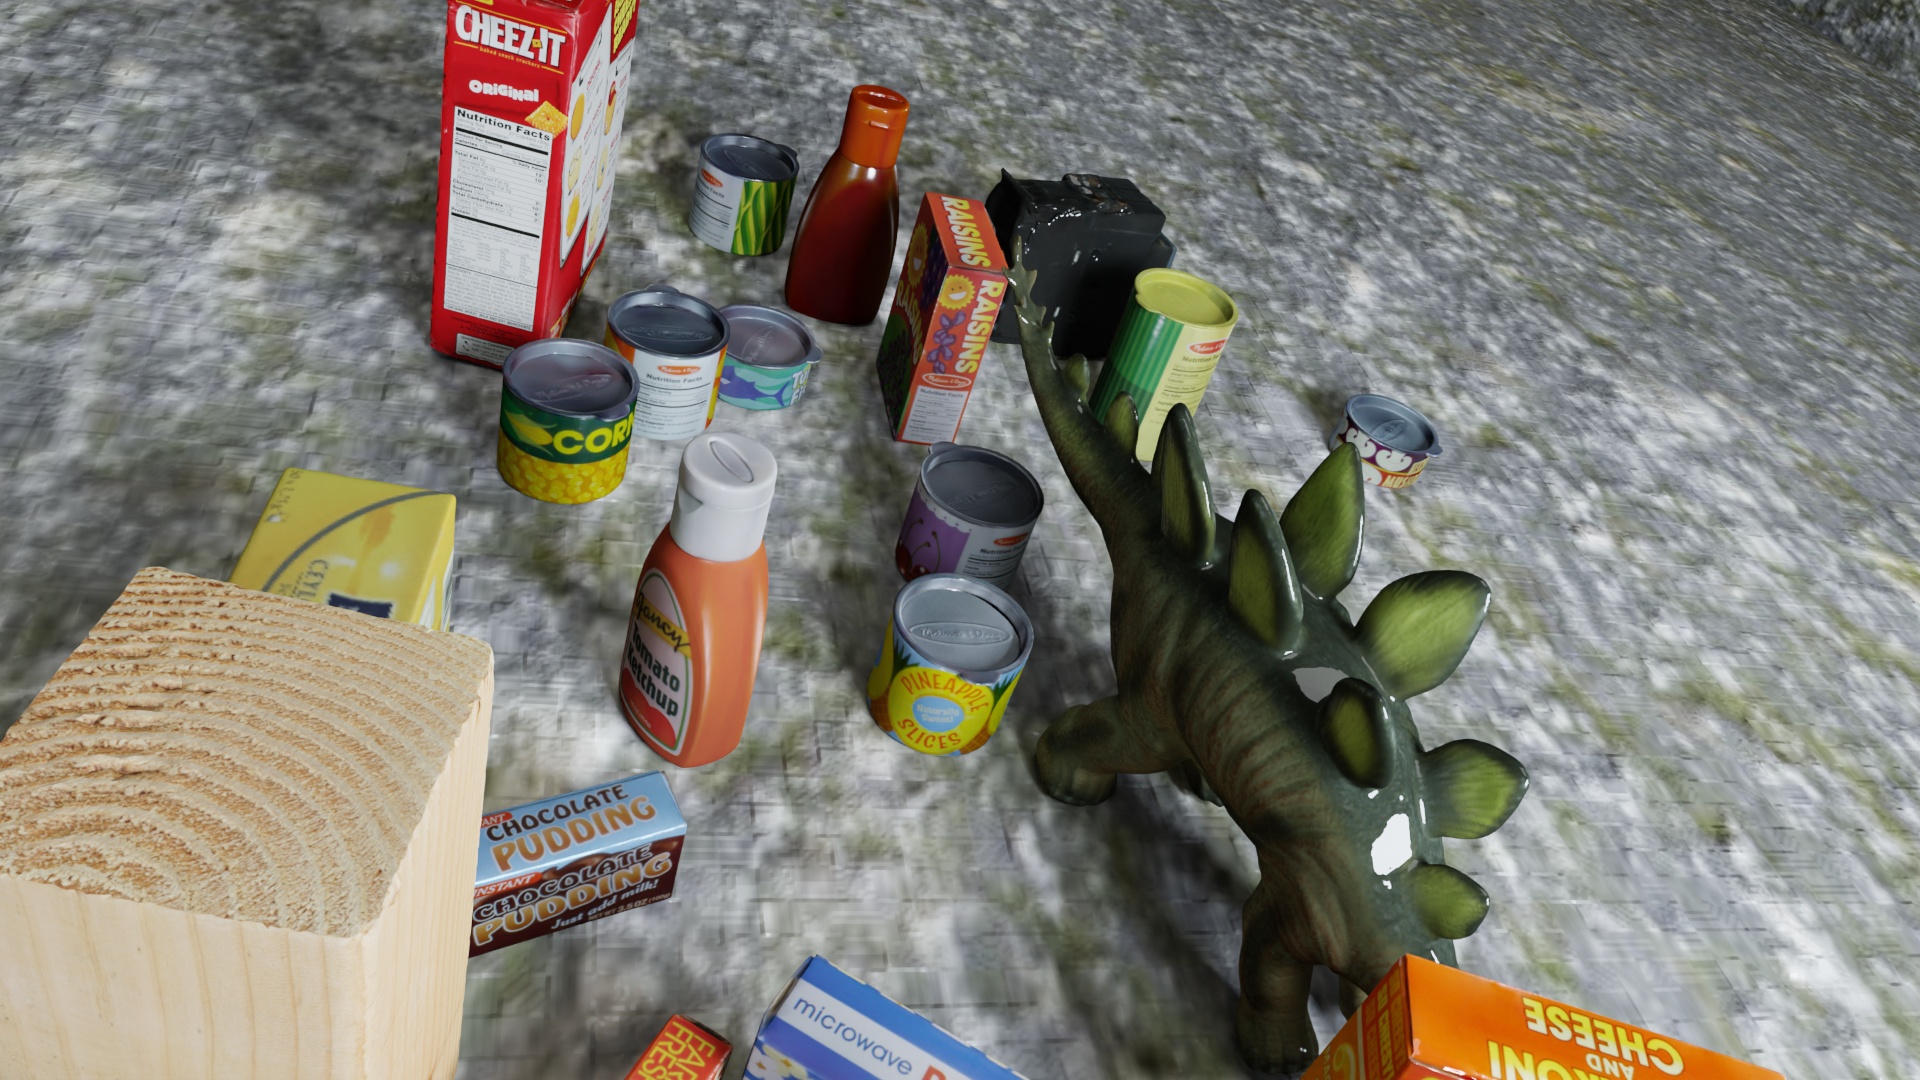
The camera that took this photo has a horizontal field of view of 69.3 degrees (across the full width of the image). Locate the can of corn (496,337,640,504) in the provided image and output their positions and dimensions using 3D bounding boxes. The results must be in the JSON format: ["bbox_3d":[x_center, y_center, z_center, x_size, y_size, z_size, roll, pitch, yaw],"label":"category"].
[{"bbox_3d":[-0.198,-0.059,0.704,0.071,0.058,0.071,12,38,-10],"label":"can of corn"}]

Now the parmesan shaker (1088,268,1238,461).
[{"bbox_3d":[0.121,-0.108,0.866,0.071,0.102,0.072,12,38,-10],"label":"parmesan shaker"}]

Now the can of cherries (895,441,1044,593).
[{"bbox_3d":[0.003,-0.009,0.730,0.071,0.058,0.072,12,38,-10],"label":"can of cherries"}]

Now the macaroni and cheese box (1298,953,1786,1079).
[{"bbox_3d":[0.161,0.211,0.442,0.124,0.165,0.040,18,38,-2],"label":"macaroni and cheese box"}]

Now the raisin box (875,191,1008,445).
[{"bbox_3d":[-0.012,-0.129,0.817,0.040,0.122,0.086,6,40,-17],"label":"raisin box"}]

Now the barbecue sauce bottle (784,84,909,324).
[{"bbox_3d":[-0.067,-0.208,0.870,0.065,0.147,0.044,8,39,-14],"label":"barbecue sauce bottle"}]

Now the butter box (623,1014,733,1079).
[{"bbox_3d":[-0.110,0.202,0.428,0.024,0.052,0.104,27,38,9],"label":"butter box"}]

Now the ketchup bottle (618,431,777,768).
[{"bbox_3d":[-0.106,0.024,0.570,0.044,0.148,0.065,-19,52,-39],"label":"ketchup bottle"}]

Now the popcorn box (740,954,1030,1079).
[{"bbox_3d":[-0.012,0.199,0.448,0.127,0.084,0.038,27,38,10],"label":"popcorn box"}]

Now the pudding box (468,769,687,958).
[{"bbox_3d":[-0.147,0.119,0.516,0.084,0.049,0.030,-10,46,-32],"label":"pudding box"}]

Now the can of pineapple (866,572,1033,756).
[{"bbox_3d":[-0.006,0.059,0.644,0.071,0.057,0.071,12,38,-10],"label":"can of pineapple"}]

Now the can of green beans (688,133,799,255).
[{"bbox_3d":[-0.147,-0.234,0.941,0.071,0.057,0.071,12,38,-10],"label":"can of green beans"}]

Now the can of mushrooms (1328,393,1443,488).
[{"bbox_3d":[0.289,-0.066,0.944,0.071,0.033,0.071,12,38,-10],"label":"can of mushrooms"}]

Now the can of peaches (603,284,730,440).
[{"bbox_3d":[-0.165,-0.098,0.767,0.071,0.057,0.071,12,38,-10],"label":"can of peaches"}]

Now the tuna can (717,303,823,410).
[{"bbox_3d":[-0.118,-0.107,0.818,0.071,0.032,0.071,12,38,-10],"label":"tuna can"}]
